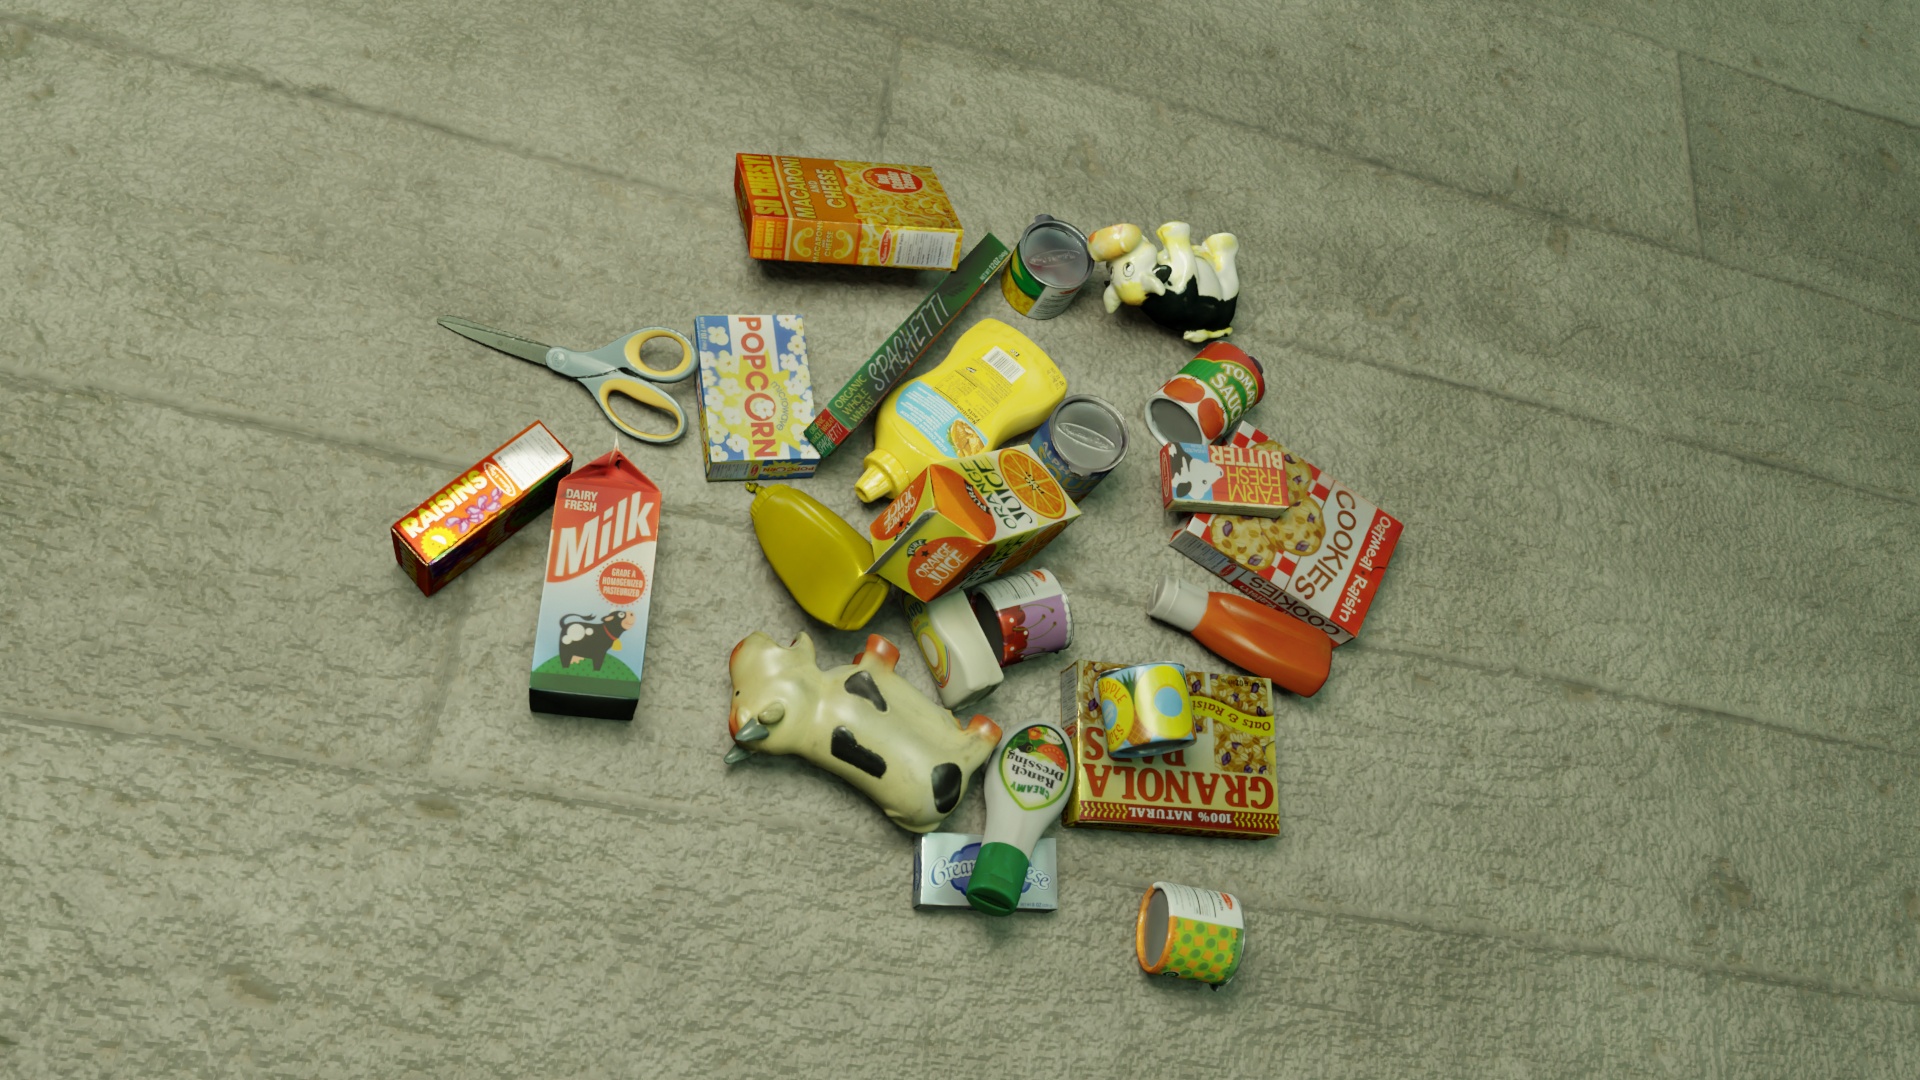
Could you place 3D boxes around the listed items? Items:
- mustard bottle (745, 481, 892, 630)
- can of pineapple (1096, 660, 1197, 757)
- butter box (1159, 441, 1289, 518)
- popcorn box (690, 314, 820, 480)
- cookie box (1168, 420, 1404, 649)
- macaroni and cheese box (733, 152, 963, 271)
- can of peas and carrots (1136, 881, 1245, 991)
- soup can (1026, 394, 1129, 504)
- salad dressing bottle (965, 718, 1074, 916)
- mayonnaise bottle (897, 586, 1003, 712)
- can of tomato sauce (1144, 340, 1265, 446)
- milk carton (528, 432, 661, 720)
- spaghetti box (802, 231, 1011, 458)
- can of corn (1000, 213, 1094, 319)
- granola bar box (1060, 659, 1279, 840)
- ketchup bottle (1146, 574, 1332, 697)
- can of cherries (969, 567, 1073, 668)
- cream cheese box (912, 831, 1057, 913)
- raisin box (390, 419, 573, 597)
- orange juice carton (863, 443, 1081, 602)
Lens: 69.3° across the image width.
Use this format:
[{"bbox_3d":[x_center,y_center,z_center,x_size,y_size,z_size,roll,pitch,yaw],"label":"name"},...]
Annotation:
[{"bbox_3d":[-0.114,-0.001,1.023,0.065,0.049,0.161,-53,53,12],"label":"mustard bottle"},{"bbox_3d":[0.135,0.125,1.017,0.071,0.070,0.058,-2,70,-18],"label":"can of pineapple"},{"bbox_3d":[0.215,-0.049,1.131,0.103,0.024,0.053,3,68,-14],"label":"butter box"},{"bbox_3d":[-0.159,-0.112,1.076,0.085,0.038,0.127,-3,71,-19],"label":"popcorn box"},{"bbox_3d":[0.276,-0.005,1.167,0.167,0.040,0.123,33,64,-3],"label":"cookie box"},{"bbox_3d":[-0.093,-0.266,1.123,0.167,0.040,0.124,0,38,-16],"label":"macaroni and cheese box"},{"bbox_3d":[0.166,0.288,1.010,0.059,0.070,0.071,13,67,-12],"label":"can of peas and carrots"},{"bbox_3d":[0.088,-0.068,1.110,0.071,0.083,0.071,6,69,-15],"label":"soup can"},{"bbox_3d":[0.041,0.197,0.993,0.064,0.043,0.148,23,46,-1],"label":"salad dressing bottle"},{"bbox_3d":[-0.019,0.052,1.046,0.041,0.064,0.148,-17,72,-27],"label":"mayonnaise bottle"},{"bbox_3d":[0.207,-0.119,1.173,0.083,0.071,0.071,-41,86,-25],"label":"can of tomato sauce"},{"bbox_3d":[-0.254,0.024,0.977,0.073,0.072,0.191,7,68,-14],"label":"milk carton"},{"bbox_3d":[-0.039,-0.159,1.102,0.028,0.050,0.251,43,55,-7],"label":"spaghetti box"},{"bbox_3d":[0.072,-0.232,1.181,0.071,0.058,0.071,6,69,-15],"label":"can of corn"},{"bbox_3d":[0.162,0.162,1.070,0.166,0.039,0.124,7,69,-14],"label":"granola bar box"},{"bbox_3d":[0.224,0.072,1.118,0.149,0.043,0.065,24,38,-6],"label":"ketchup bottle"},{"bbox_3d":[0.046,0.062,1.059,0.058,0.071,0.071,-15,75,-21],"label":"can of cherries"},{"bbox_3d":[0.018,0.240,1.005,0.104,0.024,0.053,6,67,-15],"label":"cream cheese box"},{"bbox_3d":[-0.330,-0.021,0.963,0.124,0.086,0.040,-42,91,-26],"label":"raisin box"},{"bbox_3d":[0.004,-0.013,1.015,0.073,0.071,0.193,53,30,12],"label":"orange juice carton"}]
